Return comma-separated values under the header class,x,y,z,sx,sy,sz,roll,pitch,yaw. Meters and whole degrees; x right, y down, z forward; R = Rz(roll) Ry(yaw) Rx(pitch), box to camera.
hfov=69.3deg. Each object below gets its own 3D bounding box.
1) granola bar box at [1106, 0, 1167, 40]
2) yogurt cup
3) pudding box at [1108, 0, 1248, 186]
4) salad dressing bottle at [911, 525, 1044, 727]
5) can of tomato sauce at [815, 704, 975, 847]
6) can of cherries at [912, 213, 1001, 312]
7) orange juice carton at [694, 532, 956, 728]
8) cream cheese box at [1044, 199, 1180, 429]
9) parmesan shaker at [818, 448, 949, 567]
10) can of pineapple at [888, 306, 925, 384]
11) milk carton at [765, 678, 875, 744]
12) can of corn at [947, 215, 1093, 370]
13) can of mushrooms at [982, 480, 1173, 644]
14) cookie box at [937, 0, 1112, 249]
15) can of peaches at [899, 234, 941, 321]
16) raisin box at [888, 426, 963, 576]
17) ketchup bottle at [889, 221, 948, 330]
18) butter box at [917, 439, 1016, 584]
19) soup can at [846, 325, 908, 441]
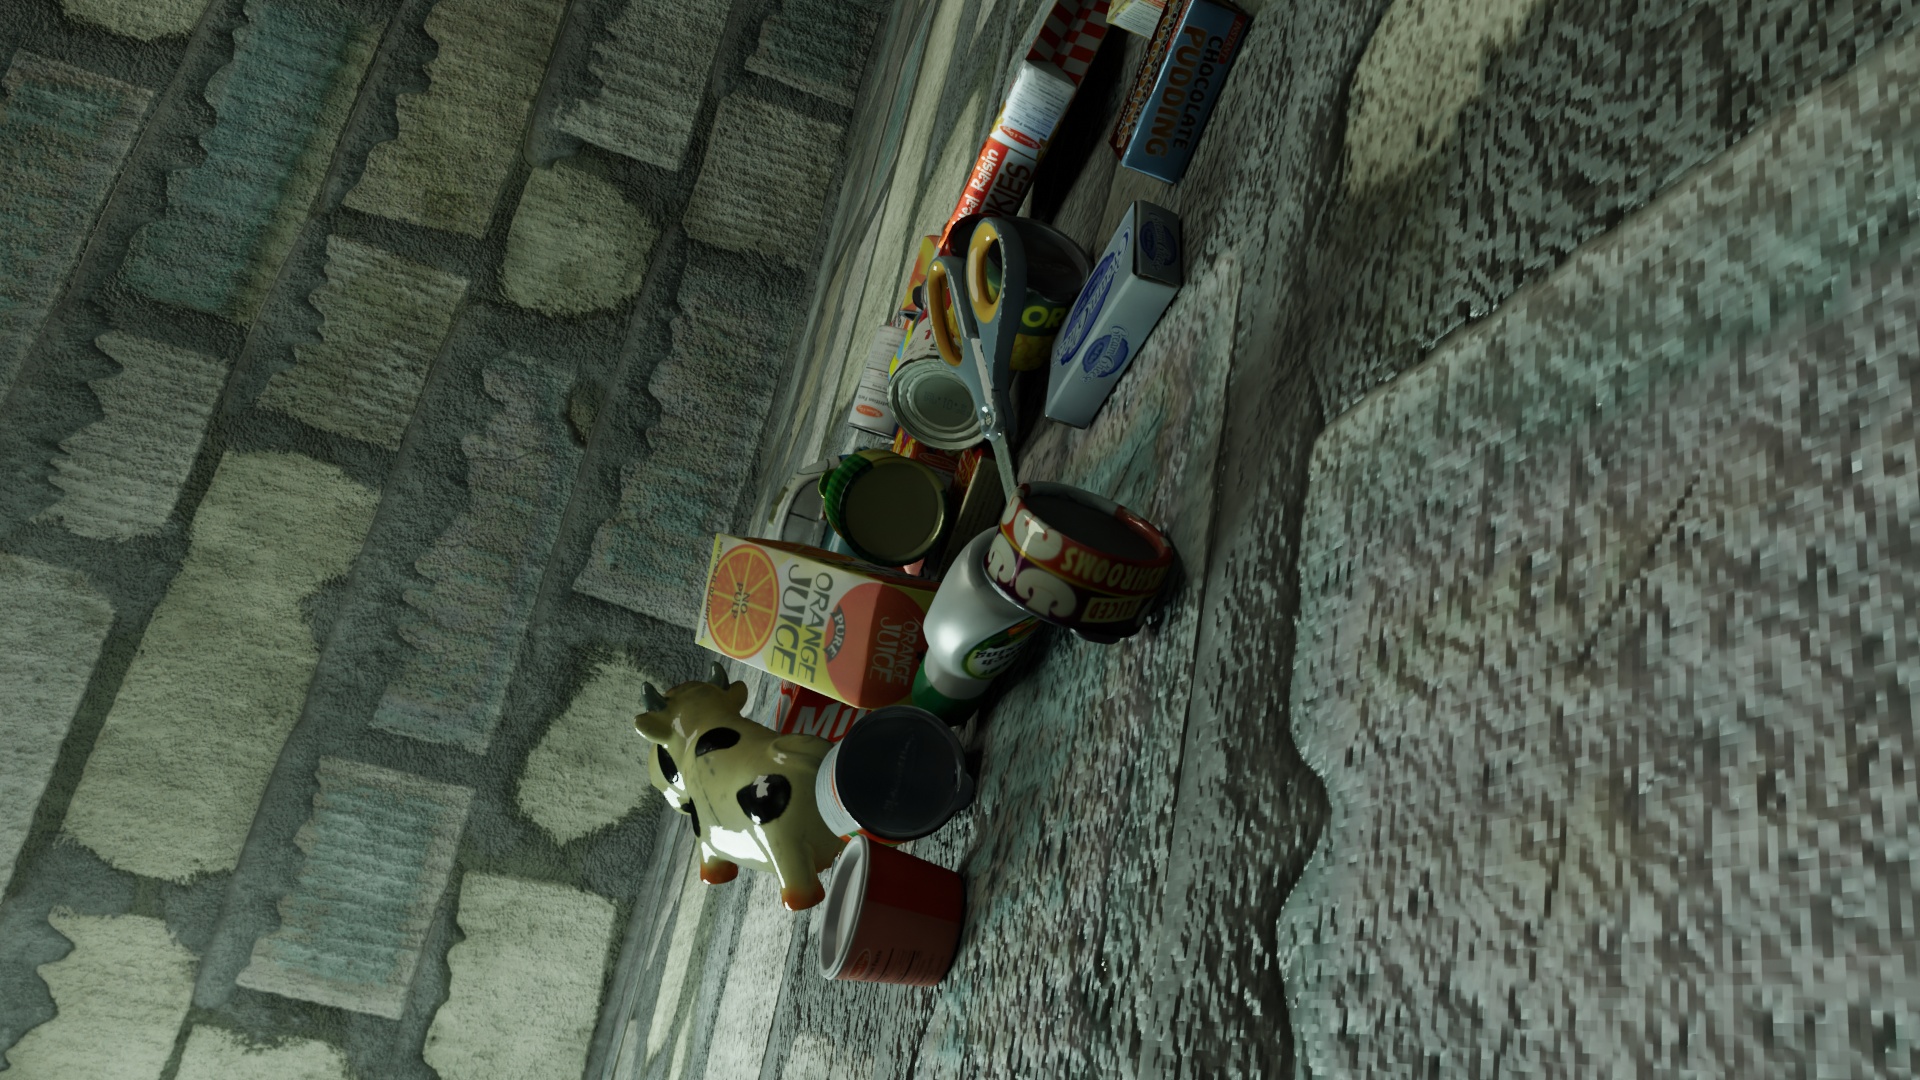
class,x,y,z,sx,sy,sz,roll,pitch,yaw
granola bar box,0.129,-0.346,0.689,0.124,0.039,0.165,-159,86,-78
yogurt cup,-0.032,0.179,0.662,0.072,0.054,0.072,-161,88,-78
pudding box,0.102,-0.216,0.656,0.050,0.030,0.083,-97,26,-60
salad dressing bottle,0.008,0.047,0.668,0.064,0.044,0.147,-29,-18,-26
can of tomato sauce,-0.036,0.125,0.720,0.083,0.071,0.071,129,155,-69
can of cherries,0.011,-0.168,0.897,0.058,0.071,0.072,124,159,-53
orange juice carton,-0.064,0.050,0.806,0.193,0.073,0.071,14,94,42
cream cheese box,0.071,-0.106,0.658,0.103,0.024,0.053,121,161,-49
parmesan shaker,-0.049,-0.022,0.844,0.103,0.071,0.071,-149,76,-79
can of pineapple,-0.010,-0.119,0.935,0.057,0.071,0.071,128,156,-59
milk carton,-0.084,0.111,0.943,0.074,0.072,0.189,-95,24,-58
can of corn,0.033,-0.135,0.771,0.071,0.071,0.058,-85,16,-44
can of mushrooms,0.046,0.007,0.524,0.071,0.071,0.033,-101,31,-65
cookie box,0.046,-0.274,0.910,0.166,0.040,0.123,-57,8,53
can of peaches,-0.004,-0.179,0.990,0.071,0.071,0.058,-159,86,-78
raisin box,-0.028,-0.041,0.974,0.085,0.040,0.124,121,162,-51
ketchup bottle,-0.023,-0.204,1.163,0.148,0.043,0.065,124,159,-52
butter box,0.003,-0.010,0.832,0.053,0.024,0.103,-107,36,-68
soup can,-0.045,-0.121,1.103,0.071,0.071,0.083,-160,88,-78
